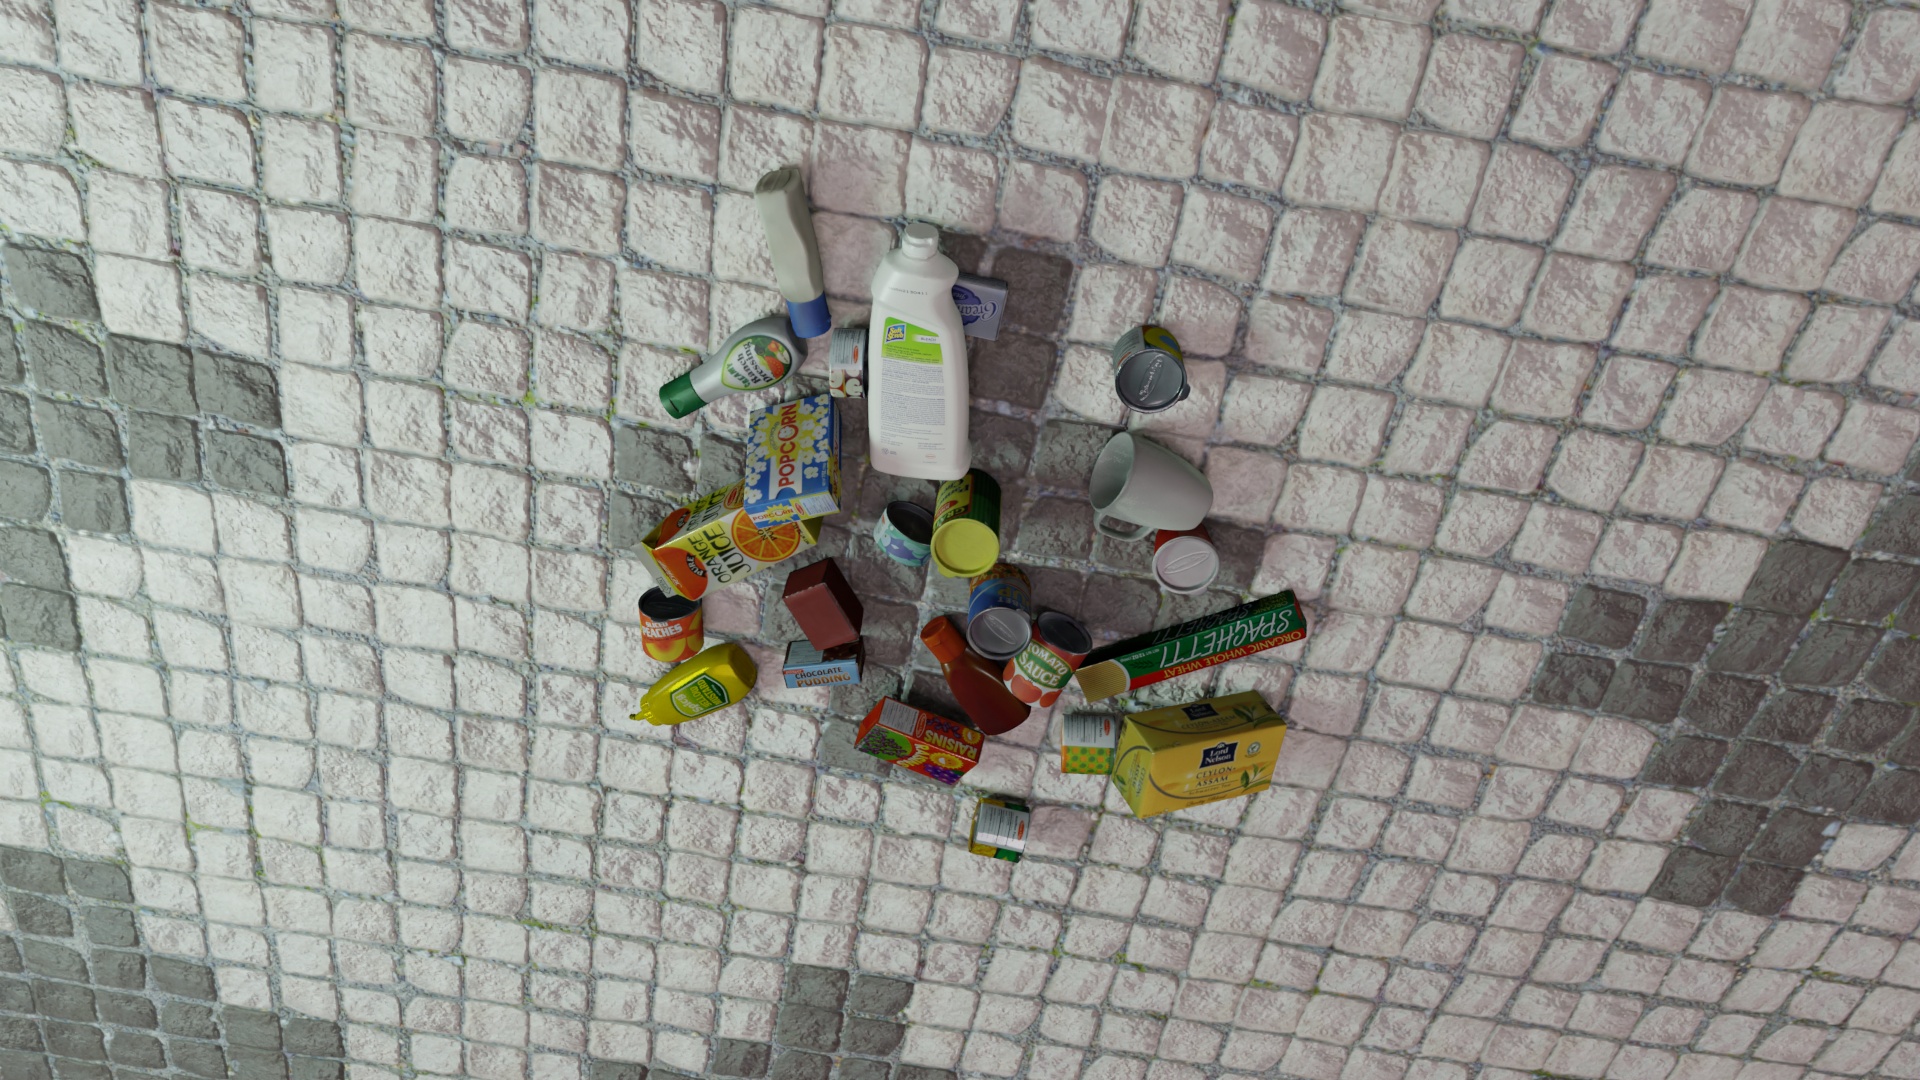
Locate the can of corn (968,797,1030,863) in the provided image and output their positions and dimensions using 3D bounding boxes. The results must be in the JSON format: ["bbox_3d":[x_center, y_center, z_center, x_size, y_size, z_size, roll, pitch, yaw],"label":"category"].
[{"bbox_3d":[0.044,0.336,1.609,0.058,0.071,0.070,13,121,-5],"label":"can of corn"}]

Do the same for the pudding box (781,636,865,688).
[{"bbox_3d":[-0.147,0.132,1.500,0.084,0.050,0.030,-6,123,6],"label":"pudding box"}]

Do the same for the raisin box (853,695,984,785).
[{"bbox_3d":[-0.046,0.223,1.541,0.123,0.040,0.085,23,146,-11],"label":"raisin box"}]

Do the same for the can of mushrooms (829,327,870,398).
[{"bbox_3d":[-0.103,-0.166,1.307,0.033,0.071,0.070,2,122,1],"label":"can of mushrooms"}]

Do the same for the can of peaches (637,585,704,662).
[{"bbox_3d":[-0.306,0.089,1.469,0.071,0.071,0.057,4,123,0],"label":"can of peaches"}]

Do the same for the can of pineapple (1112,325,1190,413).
[{"bbox_3d":[0.178,-0.160,1.301,0.071,0.058,0.070,1,122,2],"label":"can of pineapple"}]

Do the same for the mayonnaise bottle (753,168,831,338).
[{"bbox_3d":[-0.150,-0.256,1.257,0.041,0.065,0.147,-4,125,9],"label":"mayonnaise bottle"}]

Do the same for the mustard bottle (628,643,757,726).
[{"bbox_3d":[-0.302,0.169,1.531,0.160,0.049,0.065,-27,115,18],"label":"mustard bottle"}]

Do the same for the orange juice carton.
[{"bbox_3d":[-0.239,-0.004,1.408,0.192,0.073,0.071,-24,118,17],"label":"orange juice carton"}]

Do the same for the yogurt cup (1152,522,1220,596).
[{"bbox_3d":[0.226,0.012,1.406,0.072,0.054,0.072,1,122,2],"label":"yogurt cup"}]

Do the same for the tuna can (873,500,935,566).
[{"bbox_3d":[-0.050,-0.006,1.401,0.071,0.071,0.032,26,121,-13],"label":"tuna can"}]

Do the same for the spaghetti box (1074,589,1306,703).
[{"bbox_3d":[0.243,0.113,1.483,0.250,0.029,0.050,-19,120,14],"label":"spaghetti box"}]

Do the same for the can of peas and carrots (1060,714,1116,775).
[{"bbox_3d":[0.141,0.228,1.536,0.059,0.071,0.070,2,122,2],"label":"can of peas and carrots"}]

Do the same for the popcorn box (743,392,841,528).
[{"bbox_3d":[-0.159,-0.077,1.326,0.085,0.127,0.038,-11,141,10],"label":"popcorn box"}]

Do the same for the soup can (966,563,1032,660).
[{"bbox_3d":[0.043,0.071,1.434,0.071,0.084,0.071,1,122,2],"label":"soup can"}]

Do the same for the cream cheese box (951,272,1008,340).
[{"bbox_3d":[-0.011,-0.223,1.290,0.104,0.024,0.053,11,123,-4],"label":"cream cheese box"}]

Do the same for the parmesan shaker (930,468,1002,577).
[{"bbox_3d":[0.005,-0.017,1.370,0.071,0.103,0.071,1,121,2],"label":"parmesan shaker"}]

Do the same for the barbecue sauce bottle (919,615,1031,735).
[{"bbox_3d":[0.013,0.145,1.505,0.064,0.044,0.148,-27,116,24],"label":"barbecue sauce bottle"}]

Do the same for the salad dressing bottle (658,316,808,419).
[{"bbox_3d":[-0.218,-0.162,1.326,0.147,0.044,0.064,-25,119,17],"label":"salad dressing bottle"}]

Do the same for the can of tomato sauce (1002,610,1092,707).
[{"bbox_3d":[0.091,0.127,1.474,0.071,0.071,0.082,23,120,-11],"label":"can of tomato sauce"}]
